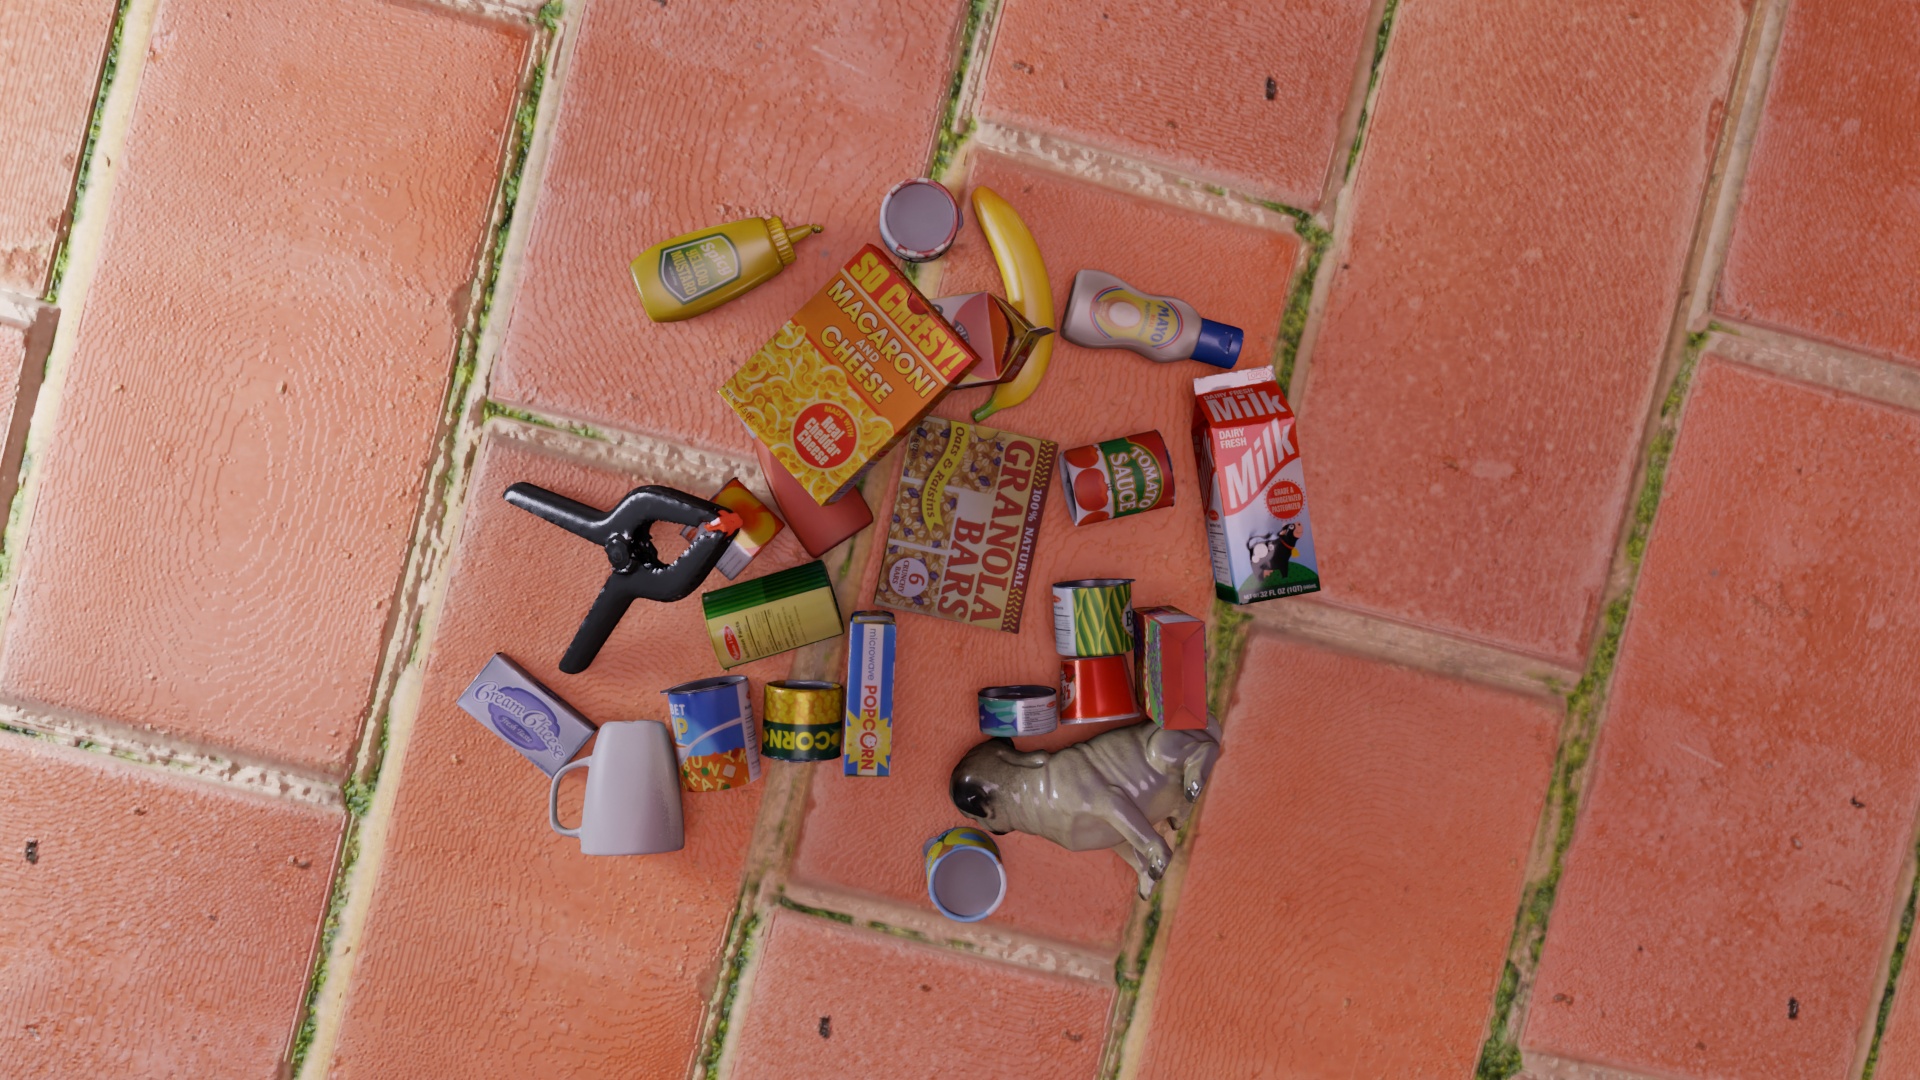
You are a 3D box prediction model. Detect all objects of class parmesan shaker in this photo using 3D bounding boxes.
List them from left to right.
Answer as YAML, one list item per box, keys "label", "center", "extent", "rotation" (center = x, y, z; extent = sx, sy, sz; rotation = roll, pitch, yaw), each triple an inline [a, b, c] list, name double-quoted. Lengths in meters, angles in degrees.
- label: "parmesan shaker"
  center: [-0.153, 0.062, 1.142]
  extent: [0.103, 0.071, 0.071]
  rotation: [-16, 93, -4]

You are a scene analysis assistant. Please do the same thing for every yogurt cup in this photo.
- label: "yogurt cup"
  center: [0.114, 0.124, 1.163]
  extent: [0.072, 0.072, 0.054]
  rotation: [-6, 85, -4]

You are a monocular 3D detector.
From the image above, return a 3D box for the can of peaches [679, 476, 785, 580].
- label: "can of peaches"
  center: [-0.184, -0.010, 1.137]
  extent: [0.058, 0.071, 0.071]
  rotation: [44, 89, -4]

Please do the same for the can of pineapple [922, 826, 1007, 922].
- label: "can of pineapple"
  center: [0.002, 0.279, 1.162]
  extent: [0.071, 0.058, 0.071]
  rotation: [0, 92, -4]

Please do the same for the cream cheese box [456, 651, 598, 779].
- label: "cream cheese box"
  center: [-0.358, 0.145, 1.150]
  extent: [0.104, 0.024, 0.053]
  rotation: [40, 89, -4]

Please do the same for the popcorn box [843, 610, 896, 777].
- label: "popcorn box"
  center: [-0.074, 0.124, 1.138]
  extent: [0.038, 0.085, 0.126]
  rotation: [3, 92, -5]

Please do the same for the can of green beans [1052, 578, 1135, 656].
- label: "can of green beans"
  center: [0.111, 0.063, 1.158]
  extent: [0.071, 0.071, 0.057]
  rotation: [-4, 93, -4]

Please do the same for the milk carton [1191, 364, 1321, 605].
- label: "milk carton"
  center: [0.243, -0.047, 1.160]
  extent: [0.072, 0.073, 0.190]
  rotation: [-10, 92, -3]

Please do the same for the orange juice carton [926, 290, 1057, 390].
- label: "orange juice carton"
  center: [-0.021, -0.156, 1.119]
  extent: [0.193, 0.072, 0.073]
  rotation: [-7, 93, 10]

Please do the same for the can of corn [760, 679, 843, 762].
- label: "can of corn"
  center: [-0.130, 0.148, 1.142]
  extent: [0.071, 0.071, 0.058]
  rotation: [2, 91, -4]

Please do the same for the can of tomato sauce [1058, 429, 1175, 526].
- label: "can of tomato sauce"
  center: [0.130, -0.051, 1.154]
  extent: [0.083, 0.071, 0.071]
  rotation: [-13, 93, -3]

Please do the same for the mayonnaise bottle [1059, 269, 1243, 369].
- label: "mayonnaise bottle"
  center: [0.162, -0.180, 1.166]
  extent: [0.148, 0.041, 0.064]
  rotation: [15, 89, -4]

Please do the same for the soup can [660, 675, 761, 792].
- label: "soup can"
  center: [-0.204, 0.158, 1.140]
  extent: [0.071, 0.071, 0.083]
  rotation: [-8, 93, -3]

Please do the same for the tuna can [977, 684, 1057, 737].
- label: "tuna can"
  center: [0.046, 0.142, 1.158]
  extent: [0.071, 0.071, 0.033]
  rotation: [-2, 94, -4]

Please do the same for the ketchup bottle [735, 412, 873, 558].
- label: "ketchup bottle"
  center: [-0.136, -0.062, 1.148]
  extent: [0.065, 0.043, 0.148]
  rotation: [-33, 94, -9]

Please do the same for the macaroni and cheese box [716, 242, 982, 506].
- label: "macaroni and cheese box"
  center: [-0.085, -0.127, 1.074]
  extent: [0.166, 0.040, 0.124]
  rotation: [-43, 86, 10]

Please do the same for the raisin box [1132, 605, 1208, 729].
- label: "raisin box"
  center: [0.170, 0.101, 1.135]
  extent: [0.040, 0.123, 0.086]
  rotation: [-3, 93, -3]

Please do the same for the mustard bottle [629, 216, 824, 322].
- label: "mustard bottle"
  center: [-0.188, -0.231, 1.137]
  extent: [0.160, 0.049, 0.065]
  rotation: [-23, 95, -3]

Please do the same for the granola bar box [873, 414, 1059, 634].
- label: "granola bar box"
  center: [0.004, -0.015, 1.162]
  extent: [0.124, 0.039, 0.165]
  rotation: [12, 91, -4]

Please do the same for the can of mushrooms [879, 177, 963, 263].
- label: "can of mushrooms"
  center: [-0.032, -0.267, 1.154]
  extent: [0.071, 0.033, 0.071]
  rotation: [0, 91, -3]
